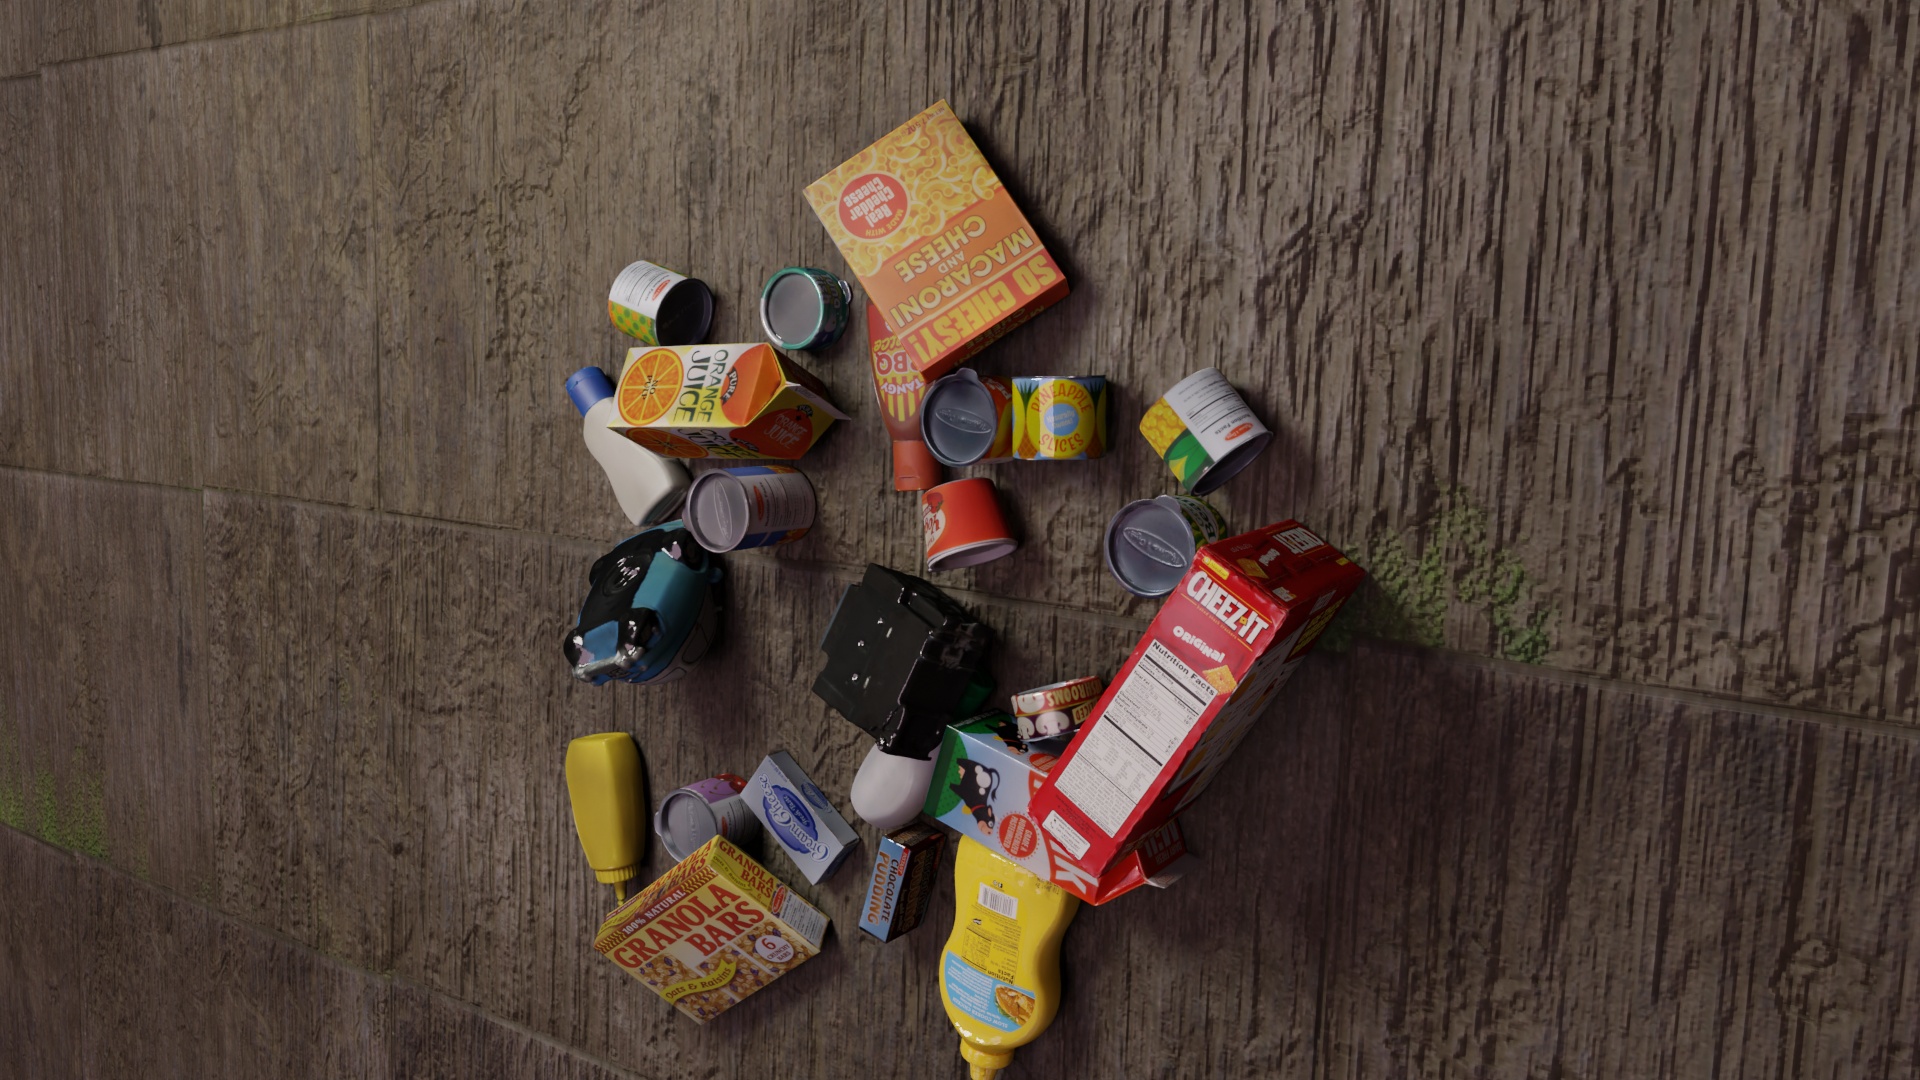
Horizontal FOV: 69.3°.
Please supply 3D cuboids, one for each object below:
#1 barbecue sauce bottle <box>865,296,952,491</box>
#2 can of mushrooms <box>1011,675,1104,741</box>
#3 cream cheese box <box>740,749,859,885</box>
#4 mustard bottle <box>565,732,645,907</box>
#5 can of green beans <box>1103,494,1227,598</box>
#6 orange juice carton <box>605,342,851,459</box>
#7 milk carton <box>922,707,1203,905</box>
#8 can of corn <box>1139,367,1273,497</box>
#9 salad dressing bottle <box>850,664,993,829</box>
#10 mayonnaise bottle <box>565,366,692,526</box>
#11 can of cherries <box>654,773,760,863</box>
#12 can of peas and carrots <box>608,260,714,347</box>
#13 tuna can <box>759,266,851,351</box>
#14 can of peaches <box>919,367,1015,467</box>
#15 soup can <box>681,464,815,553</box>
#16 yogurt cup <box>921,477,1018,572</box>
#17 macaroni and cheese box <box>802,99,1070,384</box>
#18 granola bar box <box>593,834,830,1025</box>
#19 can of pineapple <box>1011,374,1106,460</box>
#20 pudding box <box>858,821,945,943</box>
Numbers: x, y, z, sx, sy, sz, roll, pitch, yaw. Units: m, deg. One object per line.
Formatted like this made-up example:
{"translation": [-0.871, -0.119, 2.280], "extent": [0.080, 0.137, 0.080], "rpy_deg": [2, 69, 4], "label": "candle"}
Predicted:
{"translation": [-0.035, -0.112, 1.044], "extent": [0.065, 0.044, 0.148], "rpy_deg": [-2, 94, 28], "label": "barbecue sauce bottle"}
{"translation": [0.072, 0.119, 0.984], "extent": [0.071, 0.071, 0.033], "rpy_deg": [-15, 85, 33], "label": "can of mushrooms"}
{"translation": [-0.134, 0.229, 1.151], "extent": [0.104, 0.024, 0.053], "rpy_deg": [45, 117, 21], "label": "cream cheese box"}
{"translation": [-0.315, 0.255, 1.254], "extent": [0.065, 0.049, 0.160], "rpy_deg": [-5, 93, 33], "label": "mustard bottle"}
{"translation": [0.139, 0.003, 0.936], "extent": [0.071, 0.058, 0.071], "rpy_deg": [4, 97, 32], "label": "can of green beans"}
{"translation": [-0.182, -0.110, 1.108], "extent": [0.192, 0.071, 0.073], "rpy_deg": [3, 73, 32], "label": "orange juice carton"}
{"translation": [0.075, 0.194, 0.987], "extent": [0.191, 0.072, 0.073], "rpy_deg": [23, 106, 28], "label": "milk carton"}
{"translation": [0.160, -0.070, 0.913], "extent": [0.071, 0.071, 0.058], "rpy_deg": [-44, 71, 28], "label": "can of corn"}
{"translation": [-0.029, 0.155, 1.065], "extent": [0.147, 0.044, 0.064], "rpy_deg": [-55, 44, 21], "label": "salad dressing bottle"}
{"translation": [-0.294, -0.086, 1.212], "extent": [0.064, 0.041, 0.148], "rpy_deg": [-43, 71, 25], "label": "mayonnaise bottle"}
{"translation": [-0.215, 0.236, 1.183], "extent": [0.071, 0.058, 0.071], "rpy_deg": [4, 98, 32], "label": "can of cherries"}
{"translation": [-0.249, -0.193, 1.160], "extent": [0.059, 0.071, 0.070], "rpy_deg": [25, 108, 28], "label": "can of peas and carrots"}
{"translation": [-0.122, -0.184, 1.098], "extent": [0.071, 0.033, 0.071], "rpy_deg": [4, 97, 32], "label": "tuna can"}
{"translation": [0.014, -0.089, 1.007], "extent": [0.071, 0.058, 0.071], "rpy_deg": [3, 96, 33], "label": "can of peaches"}
{"translation": [-0.169, -0.026, 1.113], "extent": [0.071, 0.084, 0.071], "rpy_deg": [3, 97, 32], "label": "soup can"}
{"translation": [0.004, -0.013, 1.018], "extent": [0.072, 0.072, 0.054], "rpy_deg": [-21, 76, 32], "label": "yogurt cup"}
{"translation": [-0.017, -0.214, 0.997], "extent": [0.124, 0.040, 0.166], "rpy_deg": [-33, 77, 2], "label": "macaroni and cheese box"}
{"translation": [-0.209, 0.328, 1.165], "extent": [0.124, 0.039, 0.165], "rpy_deg": [42, 121, -16], "label": "granola bar box"}
{"translation": [0.069, -0.086, 0.966], "extent": [0.071, 0.071, 0.057], "rpy_deg": [3, 97, 32], "label": "can of pineapple"}
{"translation": [-0.045, 0.266, 1.084], "extent": [0.030, 0.050, 0.083], "rpy_deg": [24, 106, 30], "label": "pudding box"}
